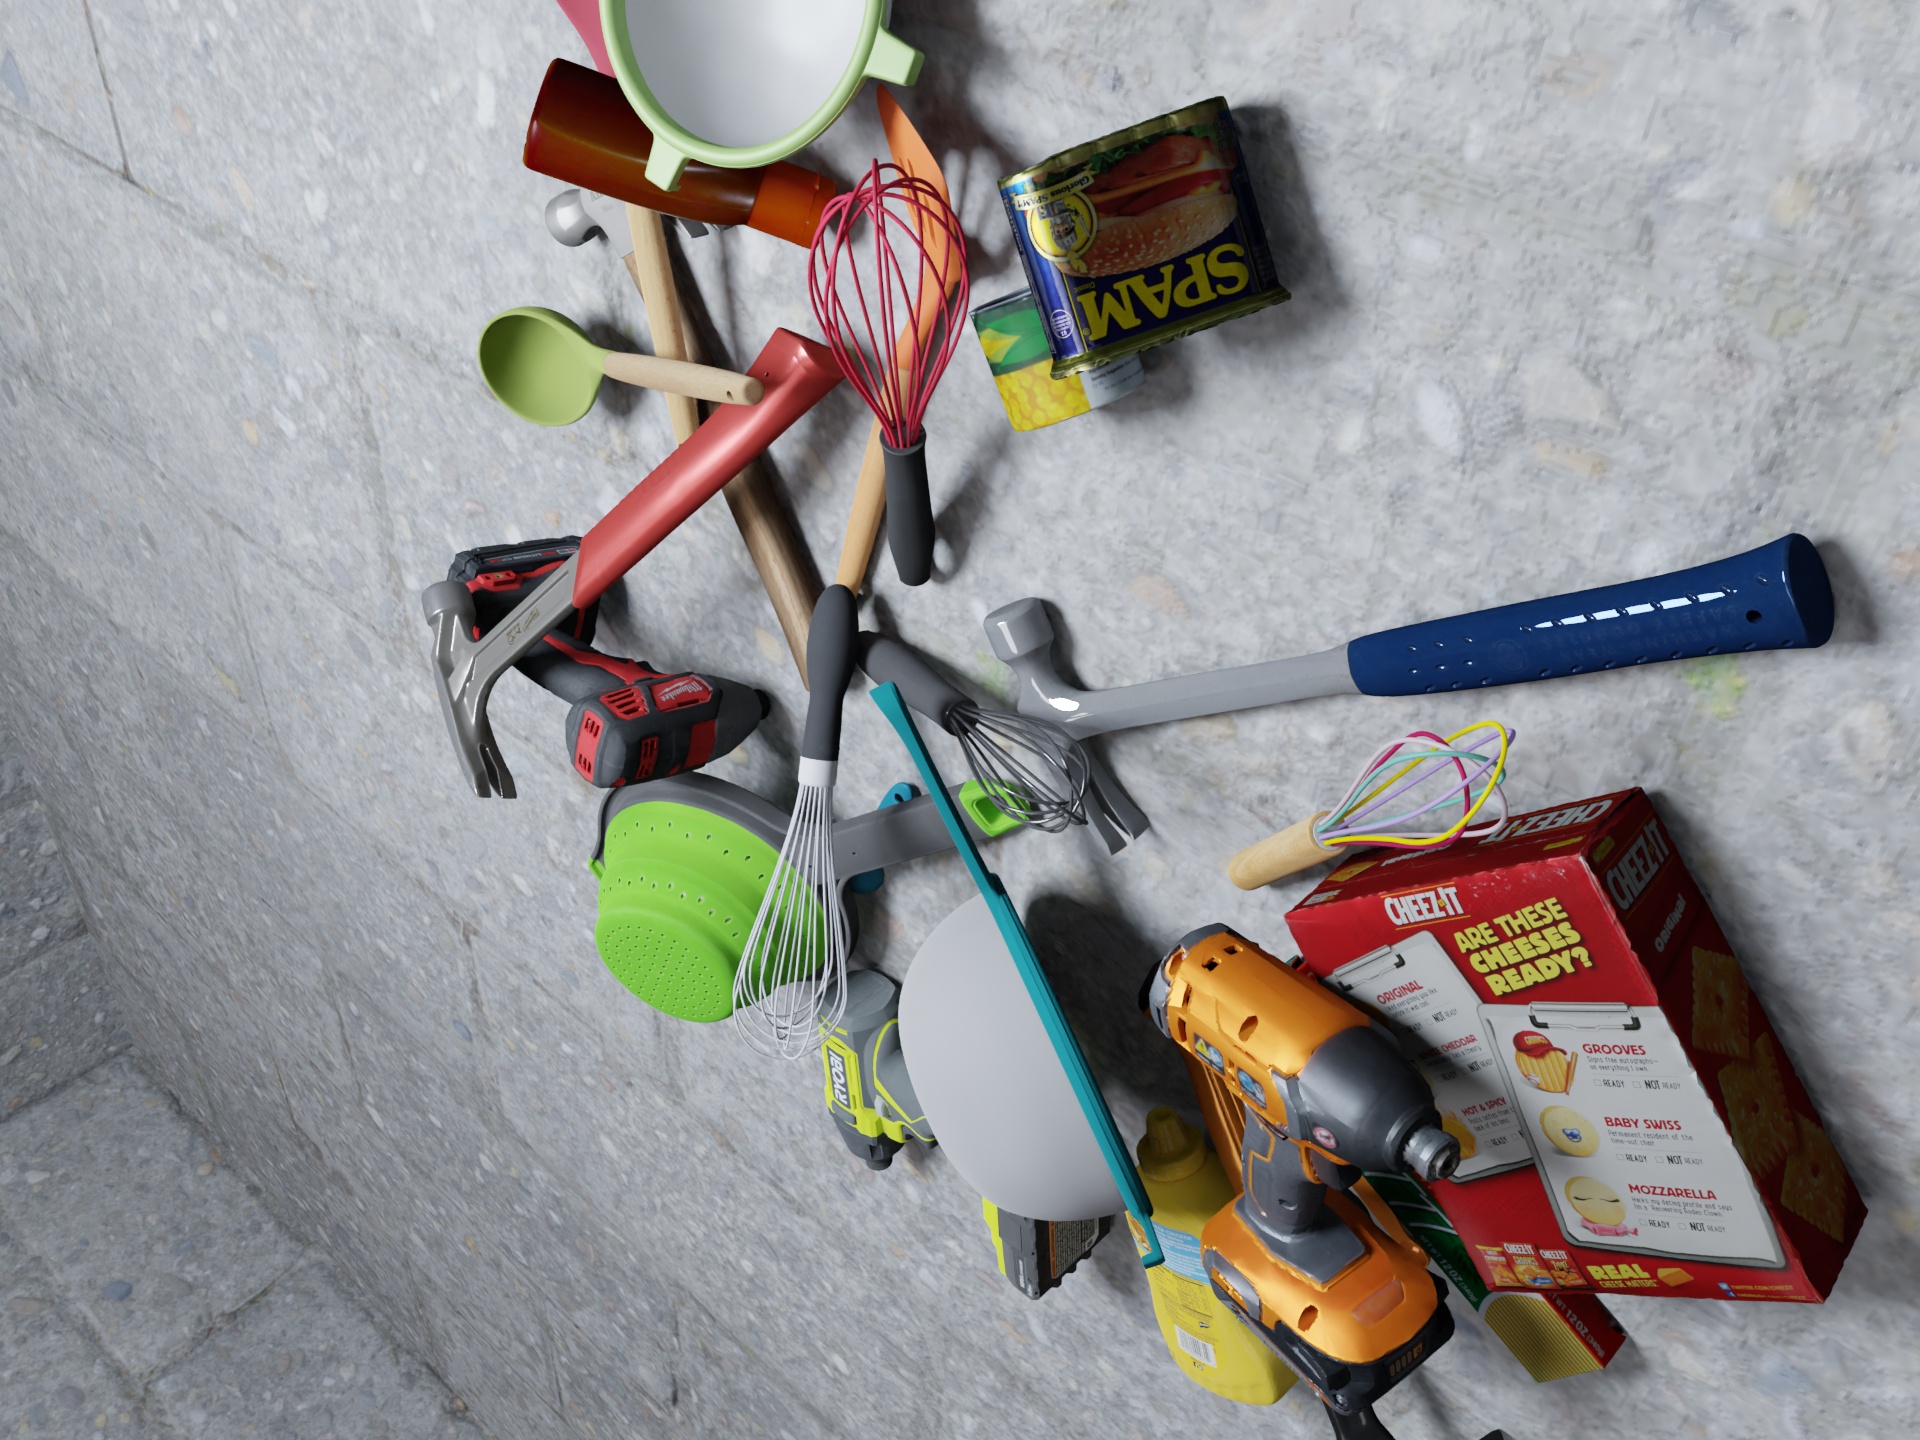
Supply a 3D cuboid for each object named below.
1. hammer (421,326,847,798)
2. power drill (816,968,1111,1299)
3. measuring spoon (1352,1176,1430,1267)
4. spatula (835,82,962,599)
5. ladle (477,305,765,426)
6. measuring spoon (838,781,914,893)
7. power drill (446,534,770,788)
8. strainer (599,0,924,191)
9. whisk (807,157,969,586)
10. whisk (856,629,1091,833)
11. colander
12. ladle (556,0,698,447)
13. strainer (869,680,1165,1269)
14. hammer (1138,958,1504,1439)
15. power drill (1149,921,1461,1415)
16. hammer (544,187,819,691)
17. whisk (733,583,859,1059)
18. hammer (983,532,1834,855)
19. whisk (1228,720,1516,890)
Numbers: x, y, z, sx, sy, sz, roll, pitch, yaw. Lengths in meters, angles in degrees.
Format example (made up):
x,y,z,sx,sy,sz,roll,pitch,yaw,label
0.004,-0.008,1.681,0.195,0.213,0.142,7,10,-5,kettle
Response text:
x,y,z,sx,sy,sz,roll,pitch,yaw,label
-0.194,-0.097,0.922,0.359,0.036,0.149,-34,67,31,hammer
-0.006,0.288,1.096,0.223,0.080,0.171,26,133,38,power drill
0.224,0.251,0.879,0.117,0.011,0.021,56,144,6,measuring spoon
-0.042,-0.169,0.834,0.081,0.041,0.322,63,150,32,spatula
-0.192,-0.189,0.882,0.320,0.062,0.078,25,148,54,ladle
-0.059,0.078,1.041,0.042,0.021,0.128,47,143,11,measuring spoon
-0.236,-0.038,1.062,0.220,0.143,0.078,36,124,31,power drill
-0.101,-0.382,0.728,0.151,0.069,0.256,-13,95,29,strainer
-0.029,-0.150,0.767,0.073,0.073,0.295,40,160,20,whisk
-0.003,-0.002,0.869,0.239,0.055,0.055,37,141,50,whisk
-0.120,0.117,1.027,0.397,0.094,0.204,-19,118,40,colander
-0.170,-0.278,0.850,0.069,0.031,0.315,15,130,27,ladle
-0.003,0.144,0.881,0.340,0.095,0.211,64,179,-17,strainer
0.188,0.286,0.892,0.127,0.034,0.337,-22,92,10,hammer
0.173,0.221,0.754,0.164,0.084,0.226,33,144,51,power drill
-0.139,-0.170,0.944,0.130,0.031,0.331,-5,113,49,hammer
-0.086,0.062,0.935,0.070,0.070,0.284,11,96,42,whisk
0.174,-0.017,0.718,0.405,0.035,0.144,-10,108,49,hammer
0.173,0.049,0.713,0.245,0.051,0.047,131,136,-69,whisk
